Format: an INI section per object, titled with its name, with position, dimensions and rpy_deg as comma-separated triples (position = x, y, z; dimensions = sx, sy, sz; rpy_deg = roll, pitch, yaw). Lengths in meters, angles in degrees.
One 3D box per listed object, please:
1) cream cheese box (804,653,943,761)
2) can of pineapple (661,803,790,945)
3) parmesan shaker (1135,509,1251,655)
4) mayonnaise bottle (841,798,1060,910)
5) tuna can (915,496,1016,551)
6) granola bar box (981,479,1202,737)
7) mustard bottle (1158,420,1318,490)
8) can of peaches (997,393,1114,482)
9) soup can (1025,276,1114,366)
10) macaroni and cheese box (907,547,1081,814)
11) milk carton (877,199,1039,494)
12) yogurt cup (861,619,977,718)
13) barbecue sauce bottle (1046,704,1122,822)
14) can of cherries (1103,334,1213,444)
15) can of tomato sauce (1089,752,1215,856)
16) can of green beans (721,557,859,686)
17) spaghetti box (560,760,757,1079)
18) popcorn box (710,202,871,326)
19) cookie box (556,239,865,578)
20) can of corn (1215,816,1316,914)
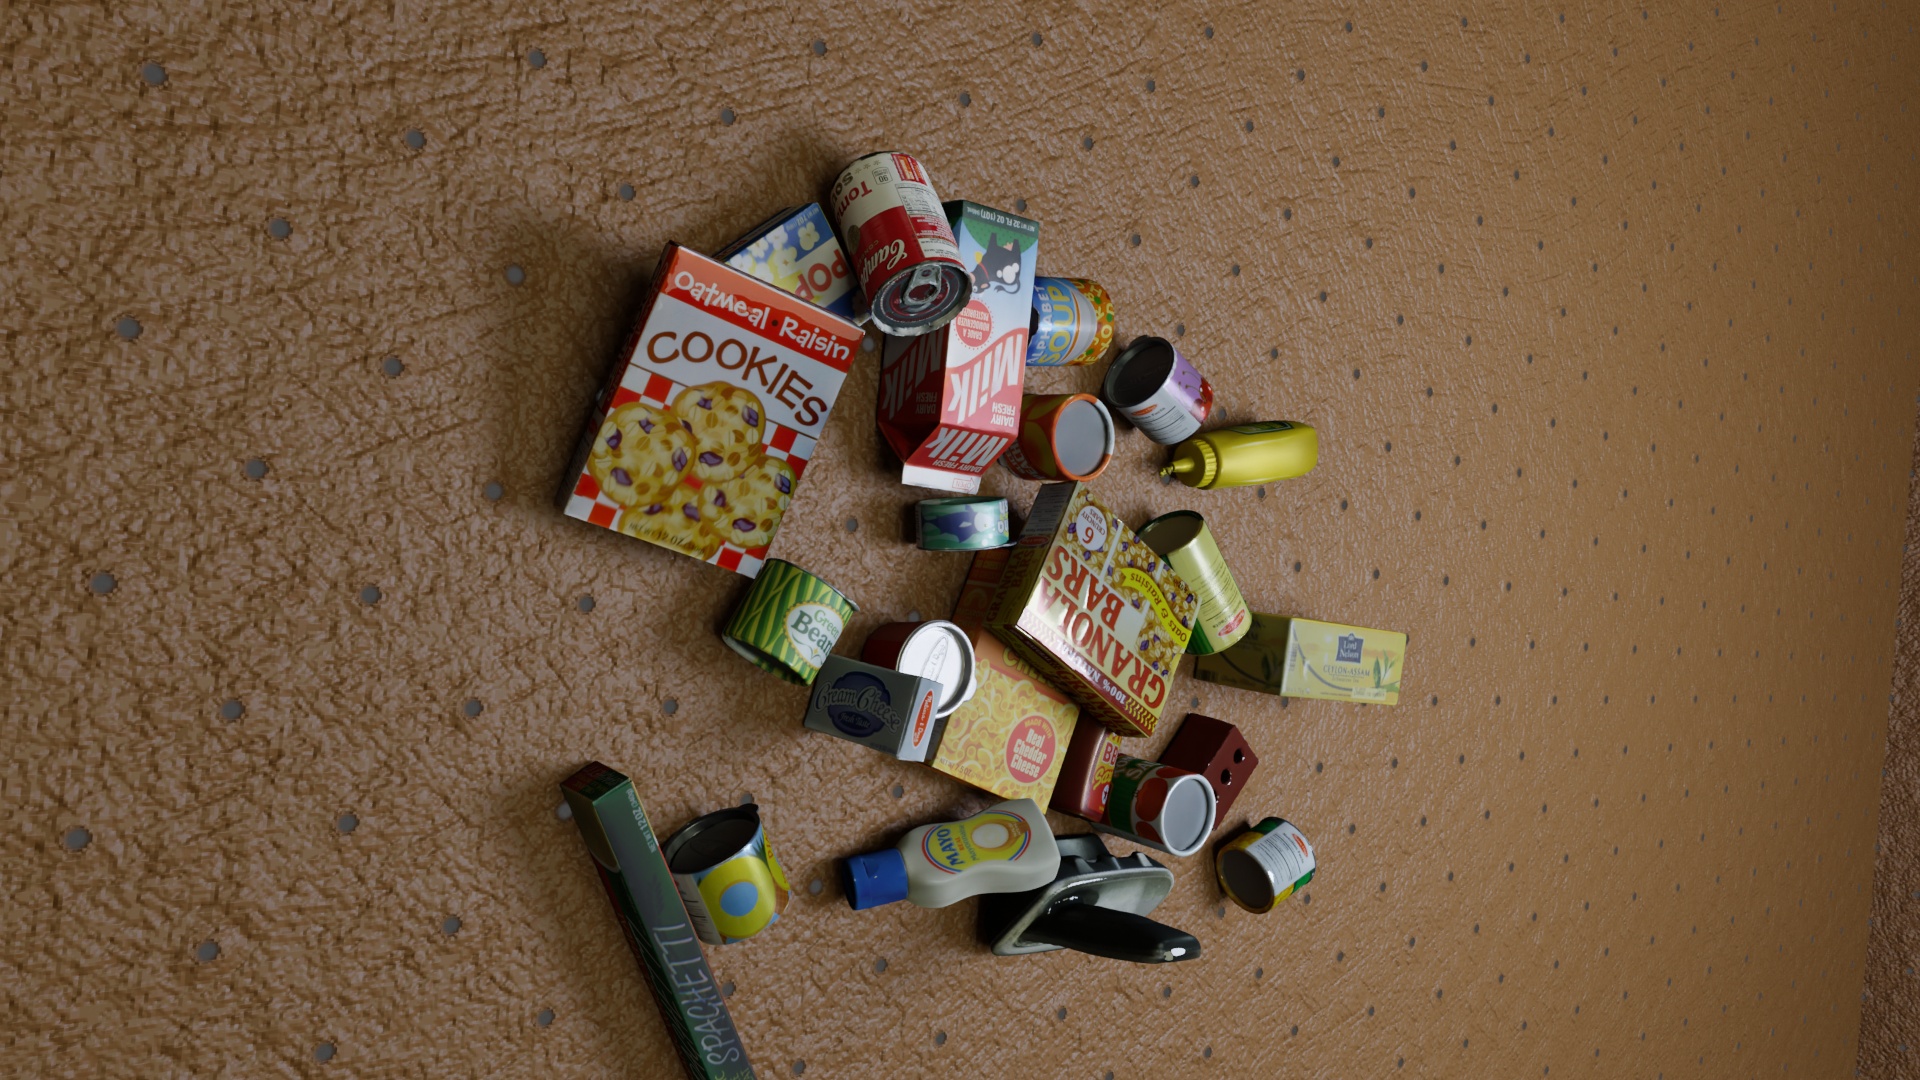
[cream cheese box]
position = -0.059, 0.108, 0.910
dimensions = 0.024, 0.104, 0.053
rpy_deg = 22, 81, -41
[can of pineapple]
position = -0.145, 0.209, 0.870
dimensions = 0.071, 0.071, 0.057
rpy_deg = -33, 114, -33
[parmesan shaker]
position = 0.189, 0.032, 1.133
dimensions = 0.071, 0.071, 0.102
rpy_deg = -44, 118, -28
[mayonnaise bottle]
position = -0.008, 0.225, 0.975
dimensions = 0.148, 0.065, 0.041
rpy_deg = -9, 135, -20
[tuna can]
position = 0.003, -0.012, 0.974
dimensions = 0.071, 0.071, 0.032
rpy_deg = -8, 98, -39
[granola bar box]
position = 0.102, 0.052, 1.025
dimensions = 0.165, 0.039, 0.125
rpy_deg = 40, 62, -32
[mustard bottle]
position = 0.228, -0.070, 1.160
dimensions = 0.161, 0.065, 0.048
rpy_deg = -11, 105, -35
[can of peaches]
position = 0.071, -0.075, 1.033
dimensions = 0.071, 0.058, 0.071
rpy_deg = -4, 96, -40
[soup can]
position = 0.063, -0.159, 1.012
dimensions = 0.084, 0.071, 0.071
rpy_deg = -6, 97, -39
[macaroni and cheese box]
position = 0.039, 0.105, 1.032
dimensions = 0.123, 0.040, 0.167
rpy_deg = 30, 75, -38
[milk carton]
position = -0.004, -0.130, 0.958
dimensions = 0.072, 0.073, 0.190
rpy_deg = 7, 89, -40
[yogurt cup]
position = -0.032, 0.086, 0.963
dimensions = 0.072, 0.054, 0.072
rpy_deg = -4, 96, -39
[barbecue sauce bottle]
position = 0.107, 0.142, 1.083
dimensions = 0.064, 0.044, 0.149
rpy_deg = 46, 59, -65
[can of cherries]
position = 0.157, -0.120, 1.096
dimensions = 0.058, 0.071, 0.071
rpy_deg = 36, 71, -36
[can of tomato sauce]
position = 0.150, 0.207, 1.103
dimensions = 0.071, 0.083, 0.071
rpy_deg = -4, 97, -39
[can of green beans]
position = -0.110, 0.053, 0.888
dimensions = 0.071, 0.071, 0.058
rpy_deg = 42, 68, -34
[spaghetti box]
position = -0.180, 0.253, 0.856
dimensions = 0.029, 0.050, 0.249
rpy_deg = -29, 111, -32
[popcorn box]
position = -0.124, -0.147, 0.879
dimensions = 0.127, 0.038, 0.085
rpy_deg = -42, 119, -29
[cookie box]
position = -0.147, -0.076, 0.824
dimensions = 0.123, 0.040, 0.167
rpy_deg = 22, 97, -27
[can of corn]
position = 0.266, 0.286, 1.217
dimensions = 0.058, 0.071, 0.071
rpy_deg = -22, 107, -35
